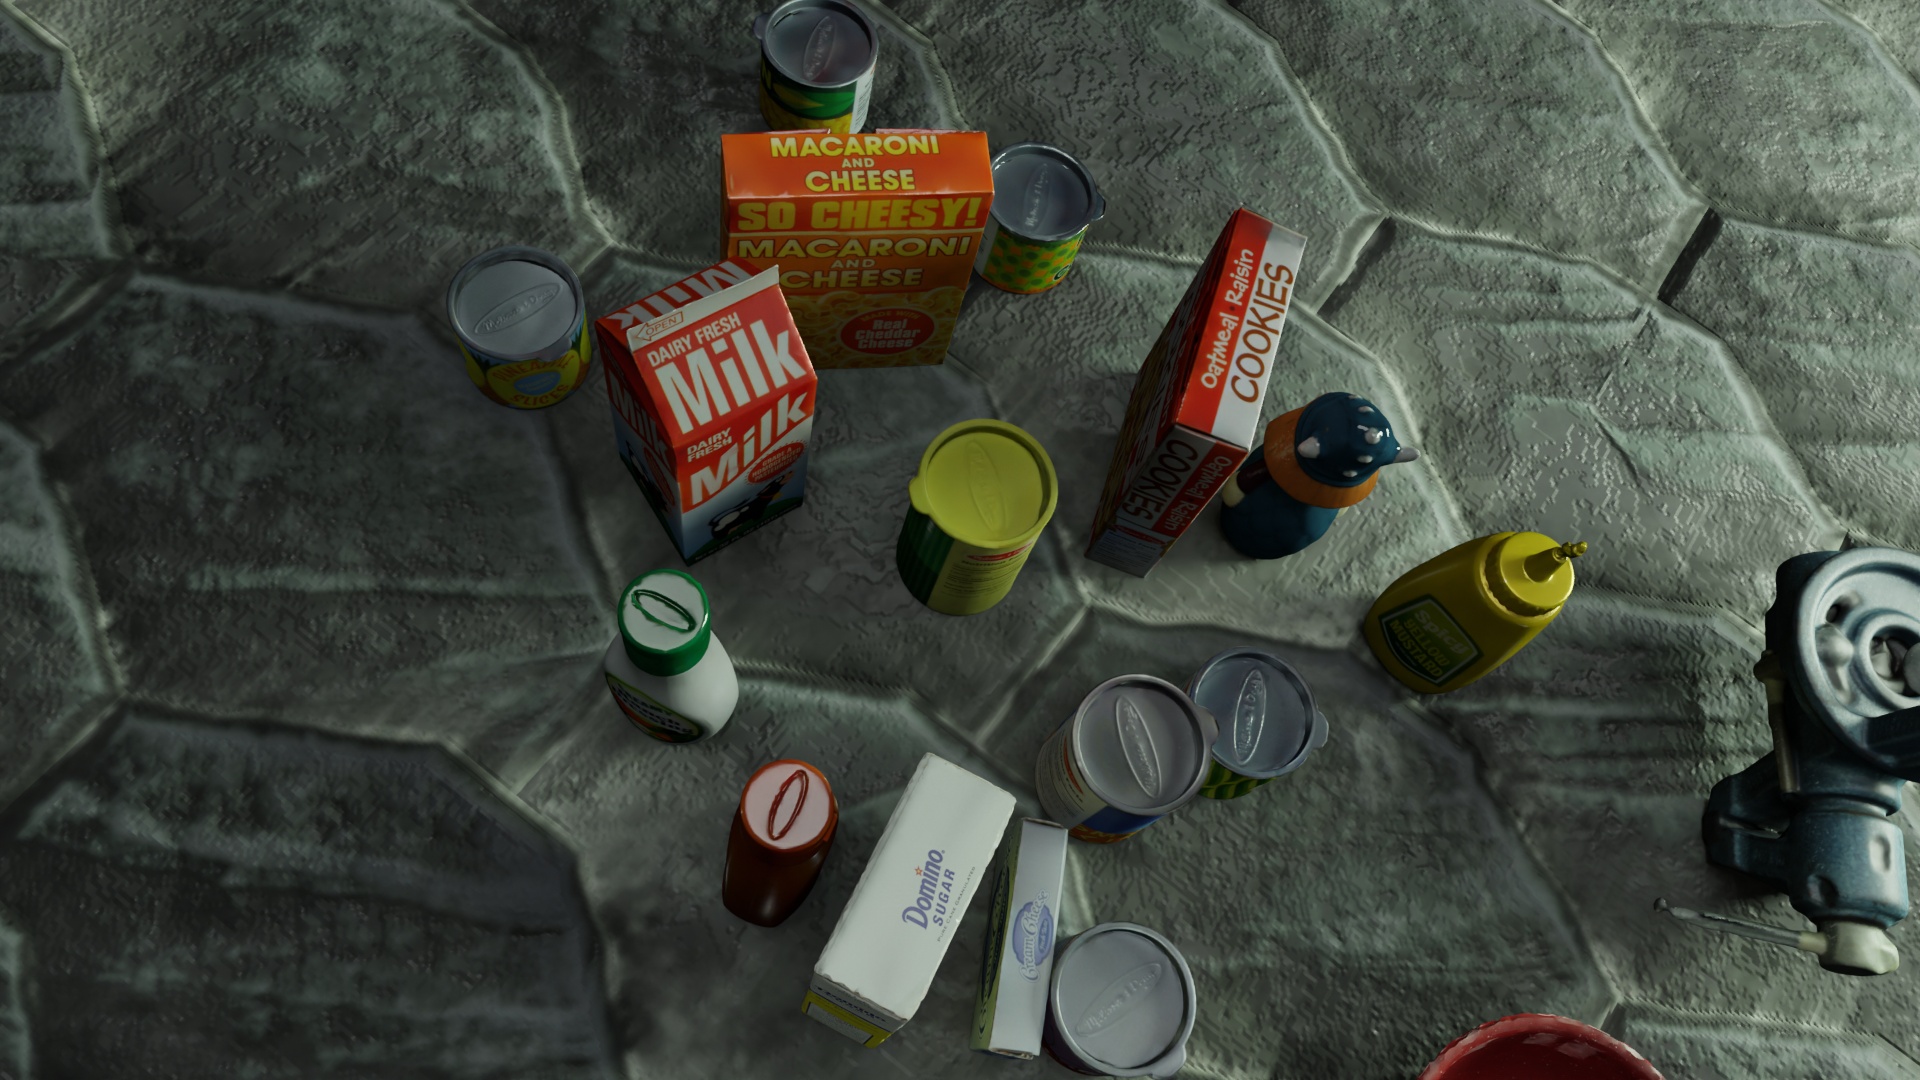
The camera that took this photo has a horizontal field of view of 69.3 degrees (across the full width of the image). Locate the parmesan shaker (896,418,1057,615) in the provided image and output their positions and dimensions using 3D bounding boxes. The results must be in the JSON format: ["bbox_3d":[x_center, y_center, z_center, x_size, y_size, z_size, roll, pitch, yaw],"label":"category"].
[{"bbox_3d":[0.002,-0.009,0.692,0.071,0.102,0.071,3,68,-9],"label":"parmesan shaker"}]

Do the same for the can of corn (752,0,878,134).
[{"bbox_3d":[-0.086,-0.272,0.806,0.071,0.058,0.071,3,68,-9],"label":"can of corn"}]

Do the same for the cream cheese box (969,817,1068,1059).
[{"bbox_3d":[0.027,0.186,0.645,0.024,0.053,0.104,12,67,-5],"label":"cream cheese box"}]

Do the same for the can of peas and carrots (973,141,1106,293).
[{"bbox_3d":[0.042,-0.183,0.793,0.071,0.058,0.071,3,68,-9],"label":"can of peas and carrots"}]

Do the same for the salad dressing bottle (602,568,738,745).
[{"bbox_3d":[-0.130,0.053,0.620,0.064,0.147,0.044,30,67,3],"label":"salad dressing bottle"}]

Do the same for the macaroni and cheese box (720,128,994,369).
[{"bbox_3d":[-0.059,-0.142,0.700,0.124,0.165,0.040,-4,70,-11],"label":"macaroni and cheese box"}]

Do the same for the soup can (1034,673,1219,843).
[{"bbox_3d":[0.079,0.107,0.670,0.071,0.083,0.071,3,68,-9],"label":"soup can"}]

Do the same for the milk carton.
[{"bbox_3d":[-0.117,-0.064,0.646,0.072,0.189,0.073,-29,76,-19],"label":"milk carton"}]

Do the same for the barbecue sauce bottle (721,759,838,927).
[{"bbox_3d":[-0.077,0.128,0.599,0.044,0.148,0.065,24,67,0],"label":"barbecue sauce bottle"}]

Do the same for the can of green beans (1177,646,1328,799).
[{"bbox_3d":[0.138,0.093,0.699,0.071,0.057,0.071,3,68,-9],"label":"can of green beans"}]

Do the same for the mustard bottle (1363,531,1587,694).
[{"bbox_3d":[0.259,0.030,0.690,0.049,0.159,0.065,-36,79,-20],"label":"mustard bottle"}]

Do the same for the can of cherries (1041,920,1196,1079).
[{"bbox_3d":[0.069,0.214,0.638,0.071,0.058,0.072,3,68,-9],"label":"can of cherries"}]

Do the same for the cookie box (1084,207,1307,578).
[{"bbox_3d":[0.113,-0.068,0.700,0.040,0.166,0.123,20,67,-2],"label":"cookie box"}]

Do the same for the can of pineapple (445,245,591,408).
[{"bbox_3d":[-0.225,-0.107,0.716,0.071,0.057,0.071,3,68,-9],"label":"can of pineapple"}]
